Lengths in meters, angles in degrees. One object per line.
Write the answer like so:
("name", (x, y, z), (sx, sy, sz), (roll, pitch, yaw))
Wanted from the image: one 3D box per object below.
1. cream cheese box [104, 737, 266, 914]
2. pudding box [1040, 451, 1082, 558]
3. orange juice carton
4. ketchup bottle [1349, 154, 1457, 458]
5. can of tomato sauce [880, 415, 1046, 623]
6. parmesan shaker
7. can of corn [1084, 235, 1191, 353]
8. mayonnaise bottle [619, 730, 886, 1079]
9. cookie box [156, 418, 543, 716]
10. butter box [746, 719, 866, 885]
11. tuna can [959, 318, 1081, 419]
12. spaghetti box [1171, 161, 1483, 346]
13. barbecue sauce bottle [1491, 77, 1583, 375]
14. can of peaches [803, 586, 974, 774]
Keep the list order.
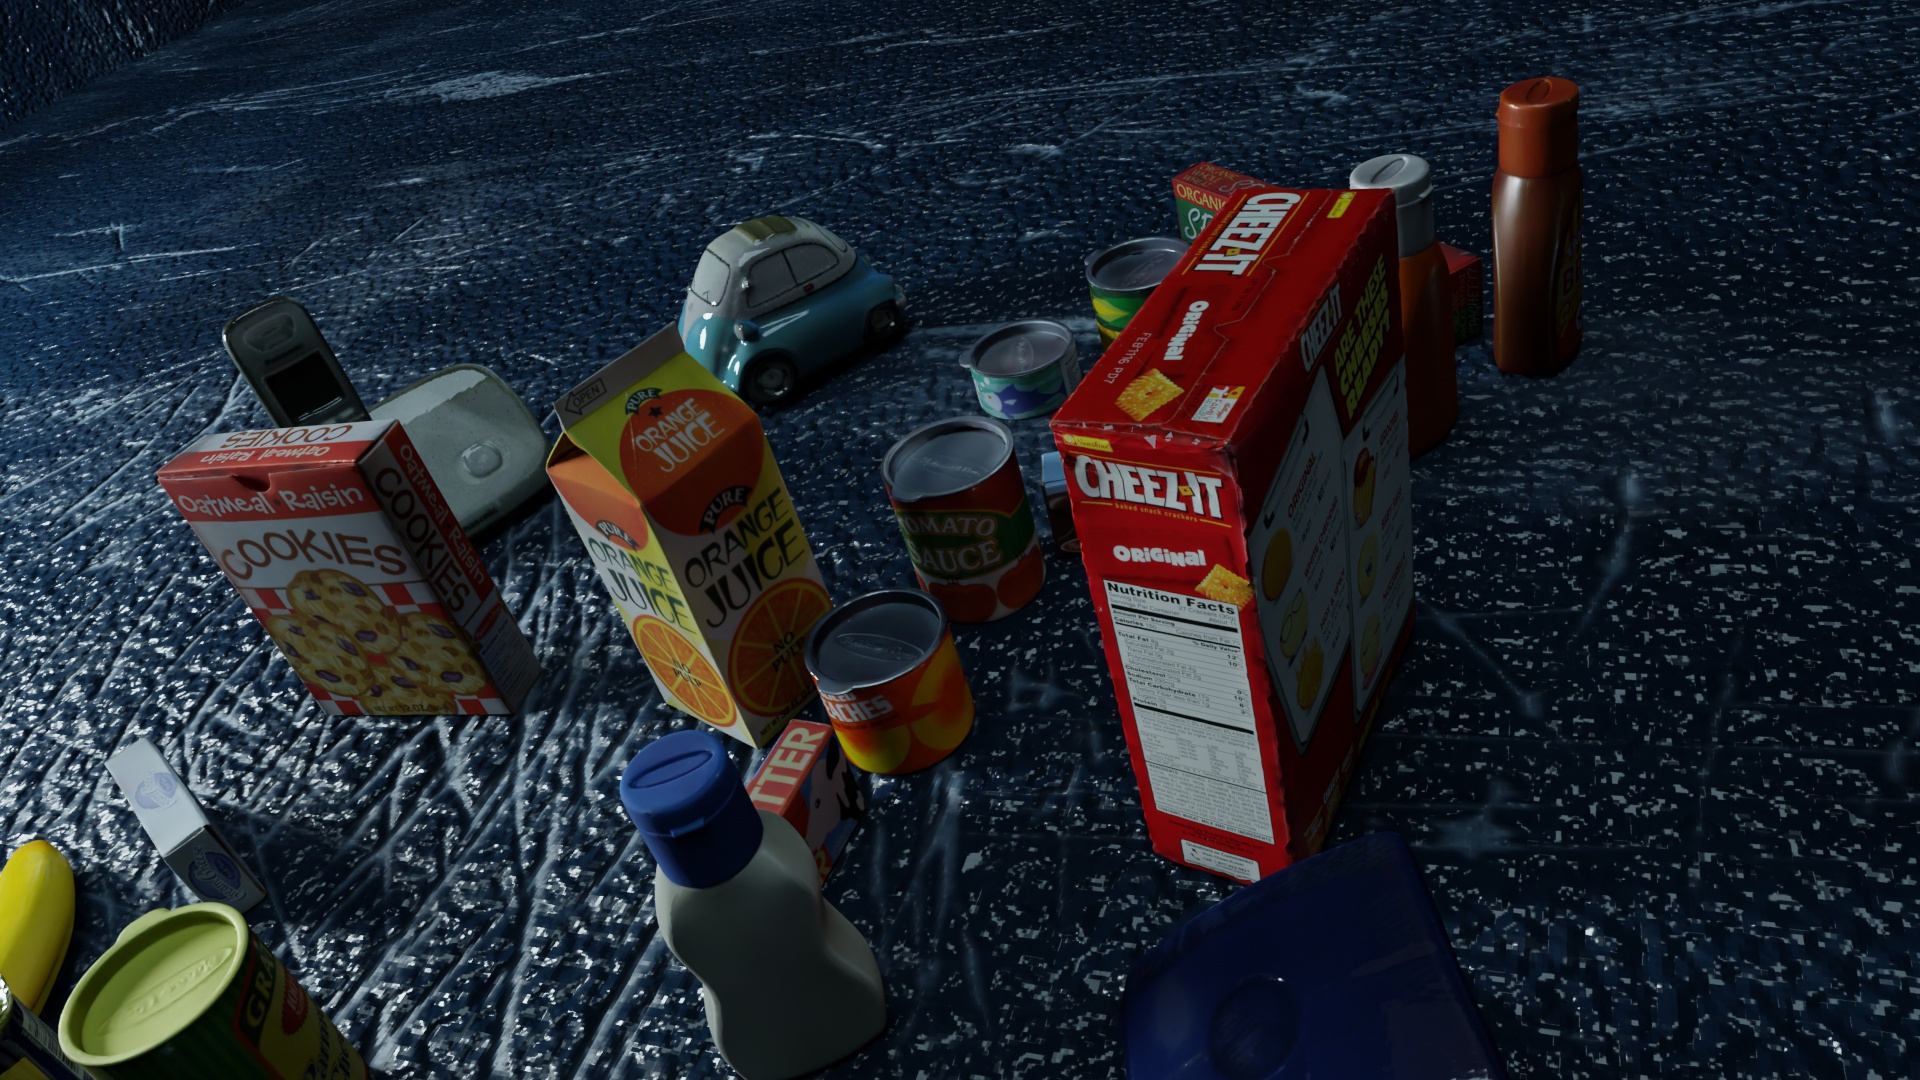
("cream cheese box", (-0.377, 0.140, 0.674), (0.024, 0.053, 0.104), (-38, 41, -27))
("pudding box", (0.085, -0.024, 0.708), (0.084, 0.049, 0.030), (-10, 36, 9))
("orange juice carton", (-0.123, -0.002, 0.642), (0.073, 0.191, 0.072), (17, 48, 39))
("ketchup bottle", (0.219, -0.116, 0.692), (0.043, 0.148, 0.065), (19, 49, 40))
("can of tomato sauce", (0.002, -0.009, 0.693), (0.071, 0.082, 0.071), (-11, 36, 8))
("parmesan shaker", (-0.272, 0.192, 0.519), (0.071, 0.102, 0.072), (-11, 36, 8))
("can of corn", (0.112, -0.146, 0.852), (0.071, 0.058, 0.071), (-11, 36, 8))
("mayonnaise bottle", (-0.074, 0.129, 0.485), (0.065, 0.147, 0.041), (-21, 36, -5))
("cookie box", (-0.307, 0.019, 0.709), (0.123, 0.166, 0.040), (-3, 38, 19))
("butter box", (-0.076, 0.128, 0.568), (0.024, 0.053, 0.104), (4, 41, 27))
("tuna can", (0.037, -0.104, 0.849), (0.071, 0.032, 0.071), (-11, 36, 8))
("spaghetti box", (0.219, -0.183, 0.865), (0.029, 0.050, 0.251), (-29, 38, -16))
("barbecue sauce bottle", (0.300, -0.162, 0.721), (0.043, 0.147, 0.065), (9, 43, 32))
("can of peaches", (-0.032, 0.065, 0.630), (0.071, 0.057, 0.071), (-11, 36, 8))
